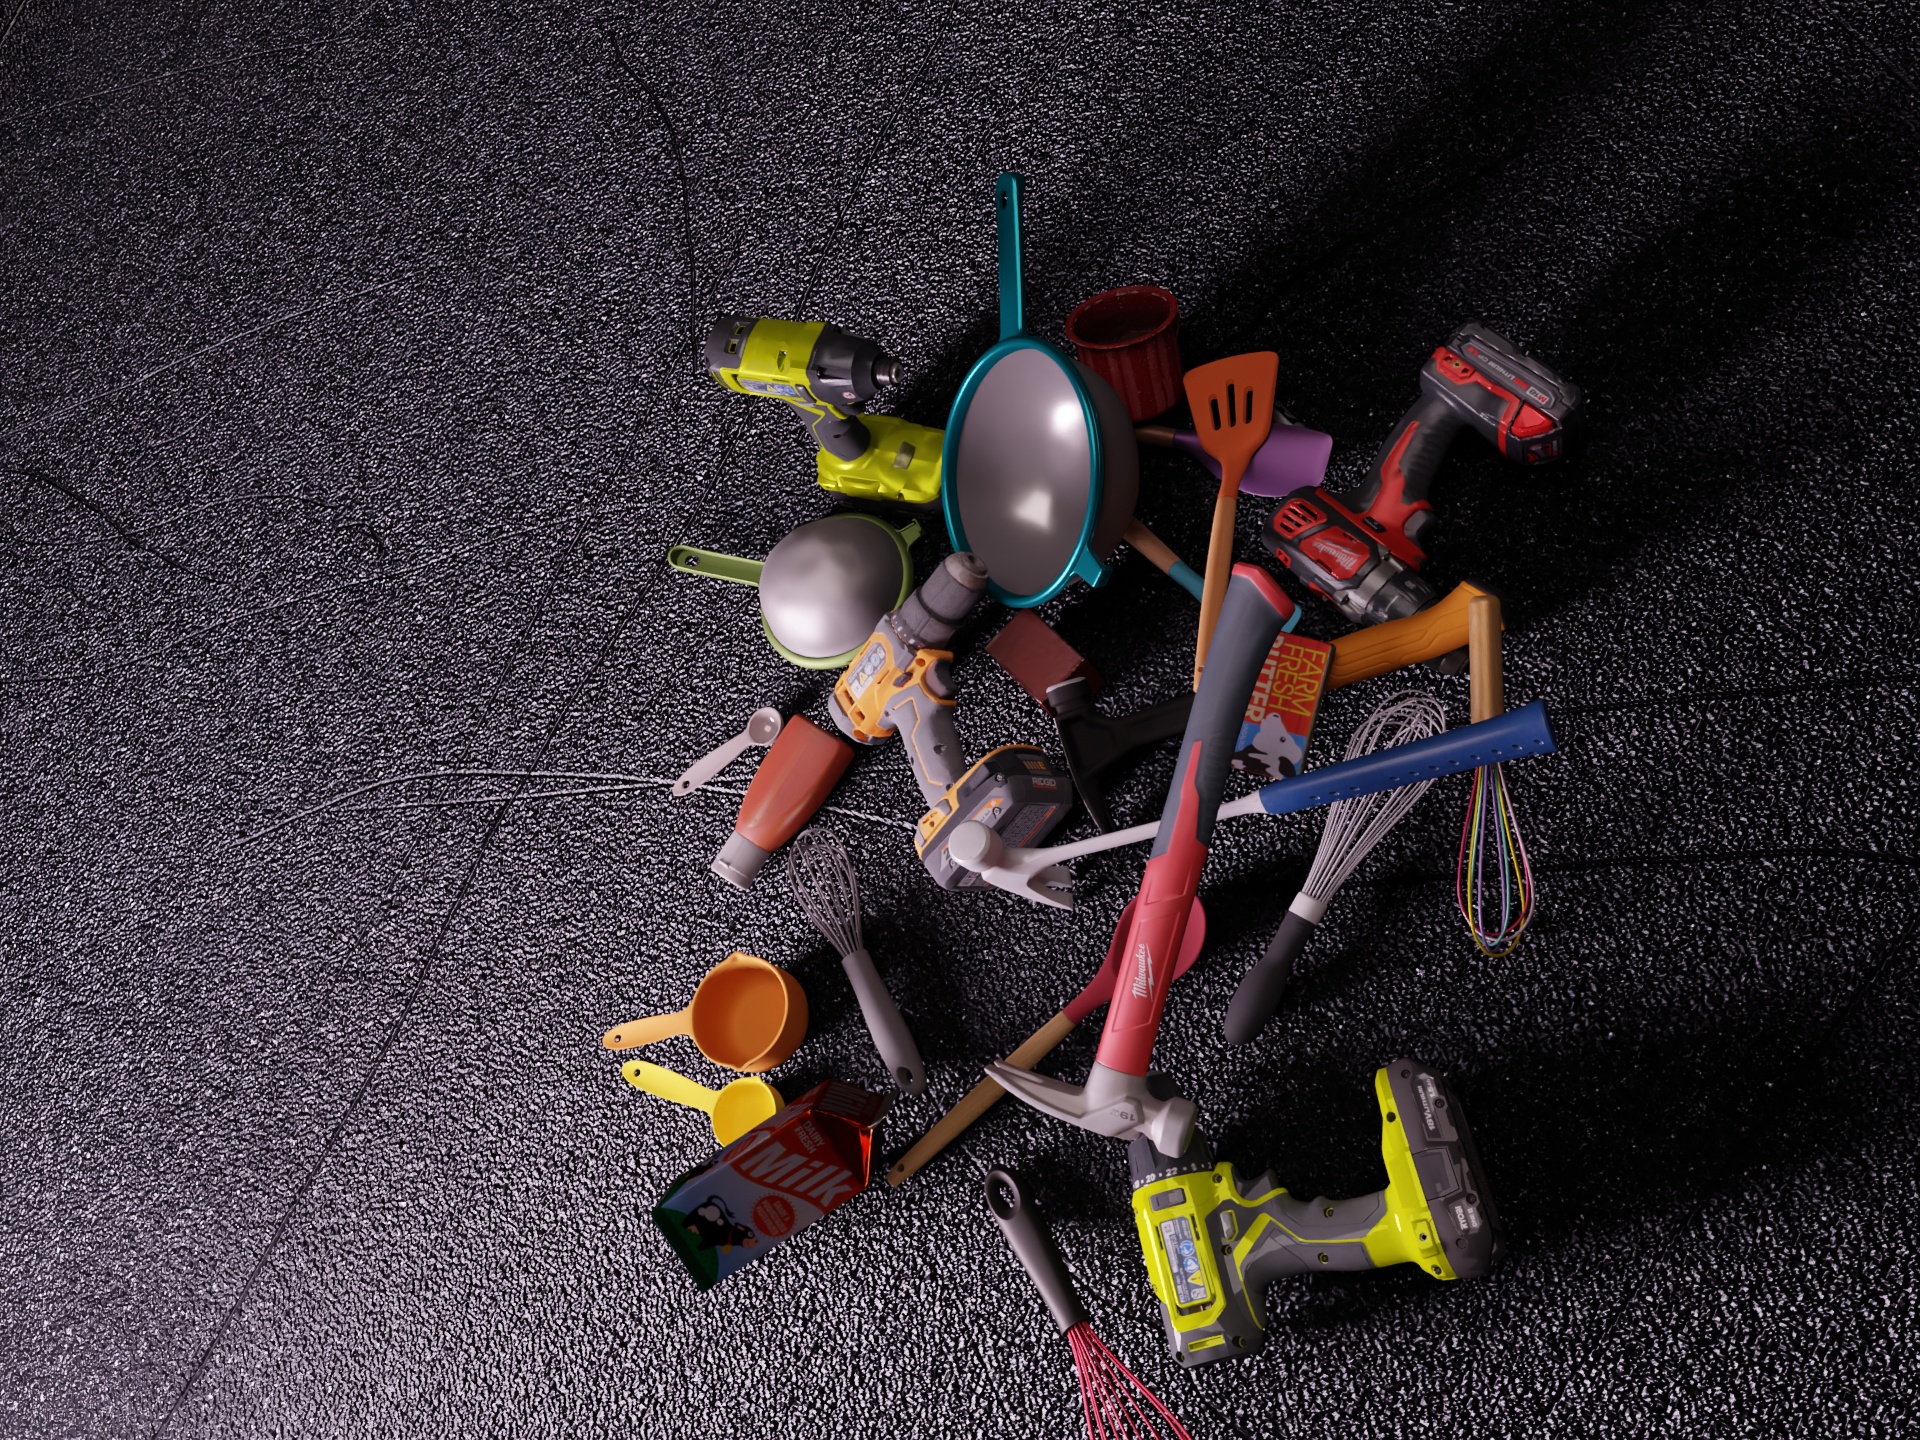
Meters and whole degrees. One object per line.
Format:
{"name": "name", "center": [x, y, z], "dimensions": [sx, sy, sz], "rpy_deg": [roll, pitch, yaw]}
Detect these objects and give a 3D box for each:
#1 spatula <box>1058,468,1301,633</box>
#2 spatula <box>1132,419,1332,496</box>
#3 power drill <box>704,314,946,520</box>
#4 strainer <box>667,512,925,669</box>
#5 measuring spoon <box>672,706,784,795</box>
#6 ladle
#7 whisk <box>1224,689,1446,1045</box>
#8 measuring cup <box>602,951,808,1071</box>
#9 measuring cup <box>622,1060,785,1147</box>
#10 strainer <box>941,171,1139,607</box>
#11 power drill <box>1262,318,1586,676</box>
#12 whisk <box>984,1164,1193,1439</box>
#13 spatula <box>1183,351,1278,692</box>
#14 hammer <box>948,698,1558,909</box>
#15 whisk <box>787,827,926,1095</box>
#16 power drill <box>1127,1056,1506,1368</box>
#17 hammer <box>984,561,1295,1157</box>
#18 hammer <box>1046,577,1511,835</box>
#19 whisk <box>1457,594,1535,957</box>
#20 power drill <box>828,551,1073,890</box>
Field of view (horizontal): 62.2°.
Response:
{"name": "spatula", "center": [0.152, -0.141, 1.281], "dimensions": [0.318, 0.044, 0.082], "rpy_deg": [47, 110, 33]}
{"name": "spatula", "center": [0.157, -0.236, 1.327], "dimensions": [0.316, 0.018, 0.060], "rpy_deg": [17, 93, 31]}
{"name": "power drill", "center": [-0.089, -0.254, 1.330], "dimensions": [0.171, 0.223, 0.080], "rpy_deg": [13, 76, 28]}
{"name": "strainer", "center": [-0.166, -0.136, 1.406], "dimensions": [0.256, 0.069, 0.151], "rpy_deg": [13, 75, 26]}
{"name": "measuring spoon", "center": [-0.201, 0.031, 1.389], "dimensions": [0.124, 0.018, 0.034], "rpy_deg": [-35, 60, 16]}
{"name": "ladle", "center": [0.062, 0.238, 1.177], "dimensions": [0.315, 0.031, 0.069], "rpy_deg": [-43, 56, 5]}
{"name": "whisk", "center": [0.261, 0.105, 1.126], "dimensions": [0.070, 0.070, 0.284], "rpy_deg": [29, 88, 31]}
{"name": "measuring cup", "center": [-0.202, 0.246, 1.278], "dimensions": [0.173, 0.052, 0.095], "rpy_deg": [-16, 64, 20]}
{"name": "measuring cup", "center": [-0.205, 0.302, 1.271], "dimensions": [0.157, 0.029, 0.062], "rpy_deg": [12, 75, 30]}
{"name": "strainer", "center": [0.075, -0.261, 1.269], "dimensions": [0.211, 0.095, 0.340], "rpy_deg": [0, 93, 57]}
{"name": "power drill", "center": [0.361, -0.160, 1.178], "dimensions": [0.226, 0.080, 0.188], "rpy_deg": [-47, 66, 5]}
{"name": "whisk", "center": [0.087, 0.428, 1.073], "dimensions": [0.073, 0.073, 0.296], "rpy_deg": [-37, 53, 6]}
{"name": "spatula", "center": [0.197, -0.155, 1.214], "dimensions": [0.081, 0.041, 0.323], "rpy_deg": [-8, 50, 27]}
{"name": "hammer", "center": [0.201, 0.059, 1.098], "dimensions": [0.405, 0.144, 0.035], "rpy_deg": [-17, 62, 24]}
{"name": "whisk", "center": [-0.080, 0.186, 1.253], "dimensions": [0.055, 0.055, 0.239], "rpy_deg": [-32, 64, 9]}
{"name": "power drill", "center": [0.222, 0.304, 1.051], "dimensions": [0.228, 0.080, 0.191], "rpy_deg": [-22, 62, 18]}
{"name": "hammer", "center": [0.129, 0.083, 1.048], "dimensions": [0.143, 0.038, 0.386], "rpy_deg": [16, 96, 18]}
{"name": "hammer", "center": [0.233, -0.019, 1.160], "dimensions": [0.337, 0.034, 0.127], "rpy_deg": [-20, 86, 20]}
{"name": "whisk", "center": [0.361, 0.038, 1.081], "dimensions": [0.047, 0.051, 0.245], "rpy_deg": [-1, 88, -1]}
{"name": "power drill", "center": [-0.002, -0.004, 1.245], "dimensions": [0.185, 0.084, 0.226], "rpy_deg": [-52, 54, 28]}
